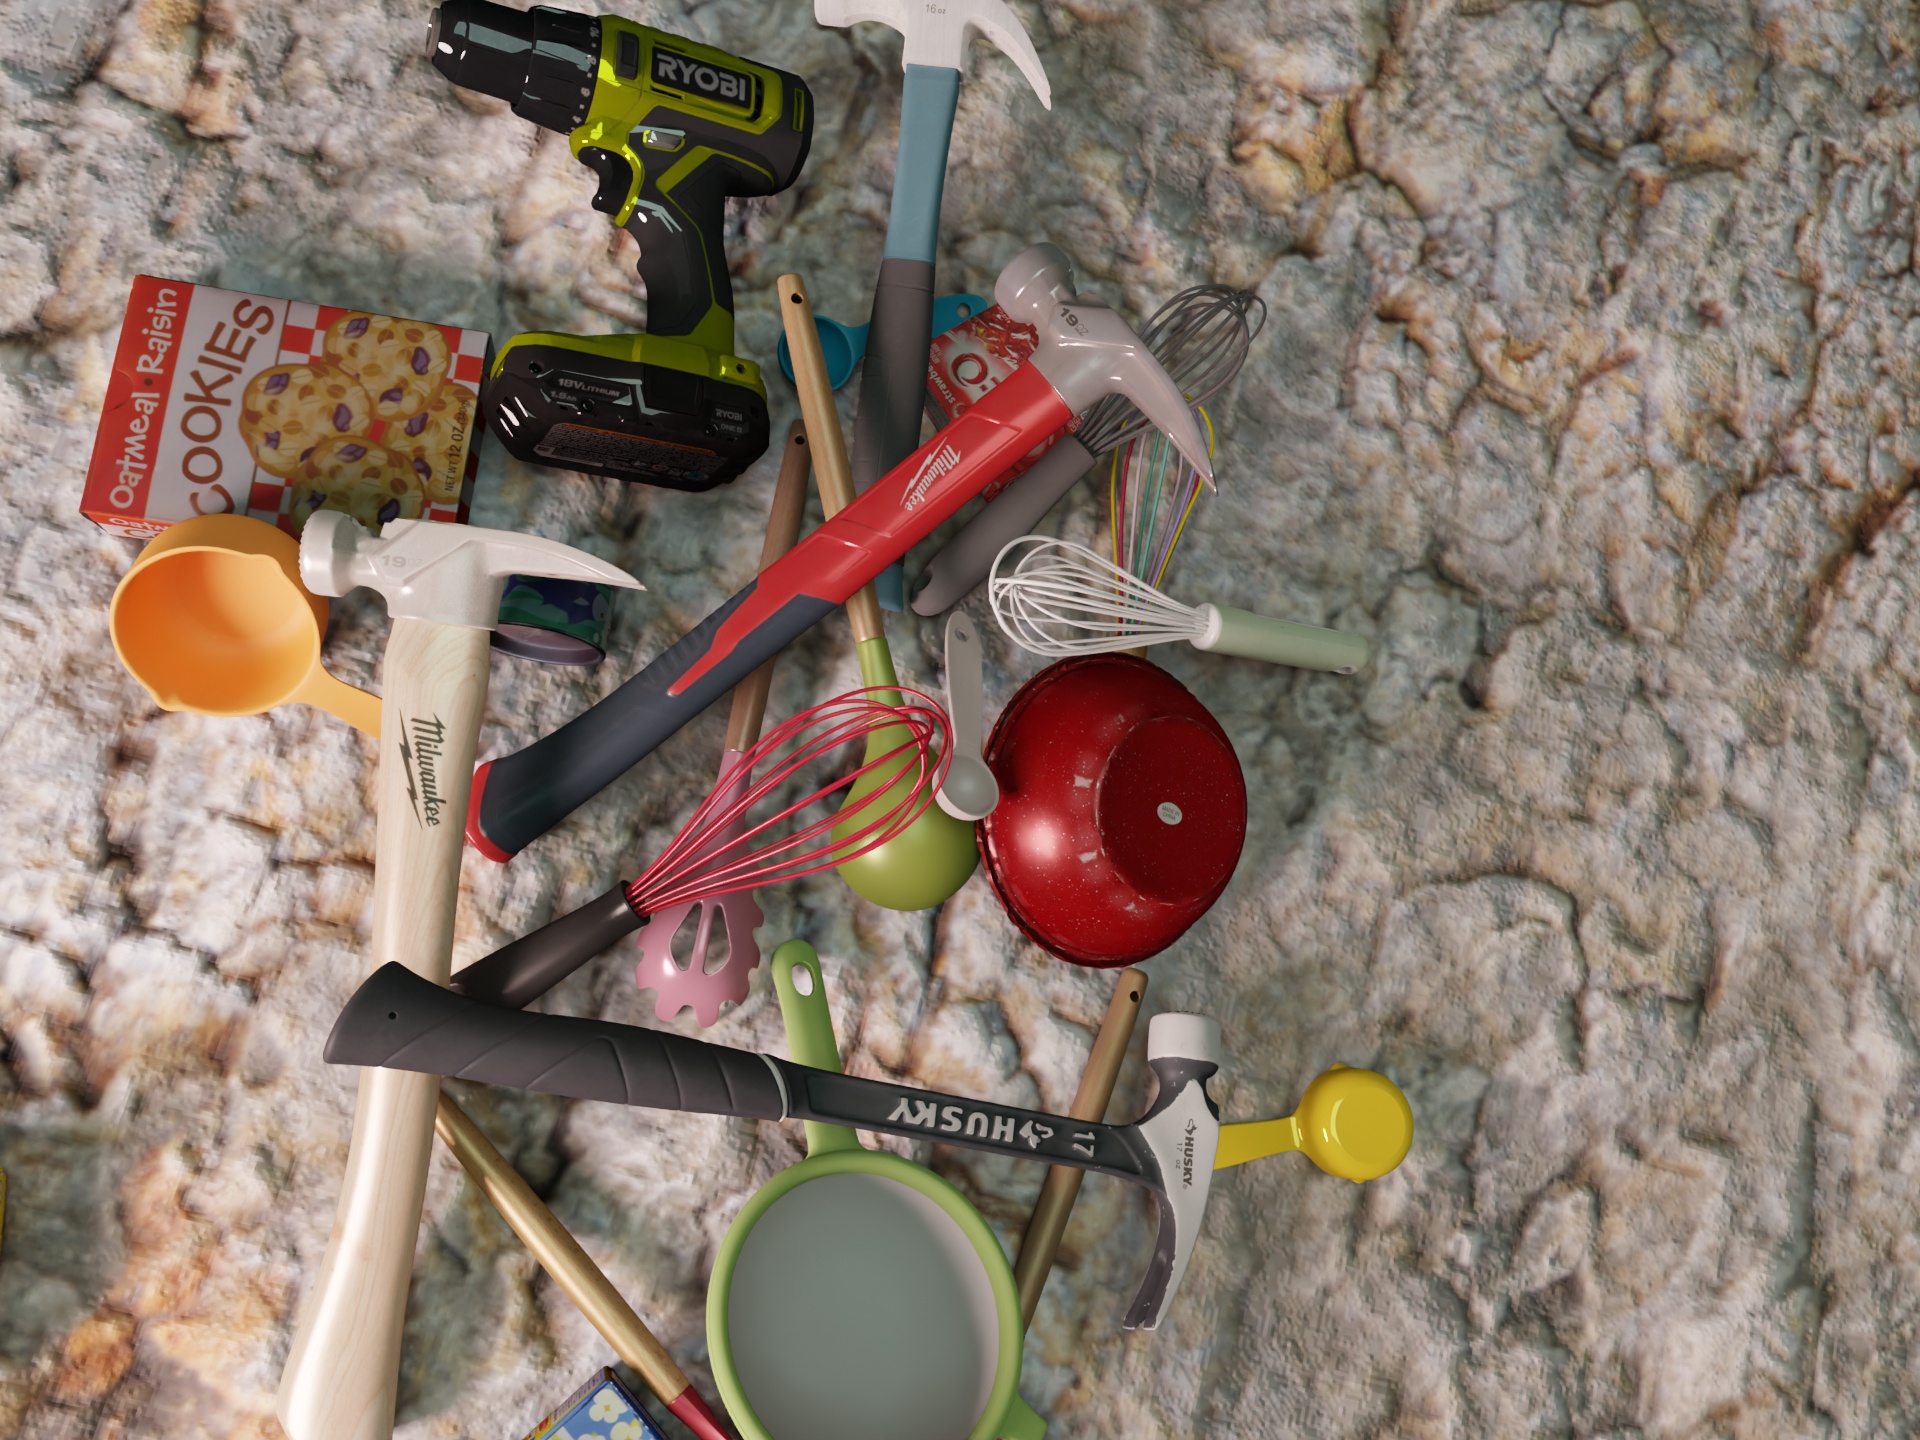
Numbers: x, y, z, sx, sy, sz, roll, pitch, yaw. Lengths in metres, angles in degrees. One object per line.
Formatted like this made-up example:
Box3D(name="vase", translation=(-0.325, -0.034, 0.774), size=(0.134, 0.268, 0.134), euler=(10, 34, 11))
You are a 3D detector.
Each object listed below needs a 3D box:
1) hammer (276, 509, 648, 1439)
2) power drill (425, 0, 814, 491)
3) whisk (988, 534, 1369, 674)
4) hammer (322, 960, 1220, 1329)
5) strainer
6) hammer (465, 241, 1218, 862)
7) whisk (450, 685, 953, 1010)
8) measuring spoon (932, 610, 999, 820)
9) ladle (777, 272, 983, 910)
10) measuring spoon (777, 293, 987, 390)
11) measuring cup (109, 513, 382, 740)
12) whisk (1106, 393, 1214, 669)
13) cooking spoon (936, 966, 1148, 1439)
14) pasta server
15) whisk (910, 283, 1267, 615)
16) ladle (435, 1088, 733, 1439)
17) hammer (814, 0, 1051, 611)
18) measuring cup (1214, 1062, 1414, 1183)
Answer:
Box3D(name="hammer", translation=(-0.233, 0.119, 0.698), size=(0.146, 0.038, 0.410), euler=(6, 89, -3))
Box3D(name="power drill", translation=(-0.173, -0.243, 0.792), size=(0.190, 0.080, 0.229), euler=(7, 76, -27))
Box3D(name="whisk", translation=(0.118, -0.050, 0.813), size=(0.246, 0.058, 0.059), euler=(8, 78, -32))
Box3D(name="hammer", translation=(-0.066, 0.171, 0.705), size=(0.408, 0.036, 0.149), euler=(14, 66, -18))
Box3D(name="strainer", translation=(-0.064, 0.232, 0.744), size=(0.151, 0.069, 0.257), euler=(1, 58, -30))
Box3D(name="hammer", translation=(-0.067, -0.049, 0.739), size=(0.386, 0.038, 0.143), euler=(-38, 75, 4))
Box3D(name="whisk", translation=(-0.132, 0.074, 0.727), size=(0.296, 0.073, 0.073), euler=(-31, 86, 5))
Box3D(name="measuring spoon", translation=(-0.001, -0.002, 0.773), size=(0.034, 0.018, 0.124), euler=(20, 48, -26))
Box3D(name="ladle", translation=(-0.052, -0.063, 0.789), size=(0.078, 0.062, 0.320), euler=(-12, 86, -14))
Box3D(name="measuring spoon", translation=(-0.043, -0.208, 0.863), size=(0.128, 0.021, 0.042), euler=(-23, 96, -24))
Box3D(name="measuring cup", translation=(-0.307, -0.032, 0.753), size=(0.173, 0.052, 0.095), euler=(33, 110, -29))
Box3D(name="whisk", translation=(0.096, -0.063, 0.845), size=(0.047, 0.051, 0.245), euler=(13, 79, -14))
Box3D(name="cooking spoon", translation=(0.034, 0.271, 0.774), size=(0.068, 0.017, 0.319), euler=(25, 75, -11))
Box3D(name="pasta server", translation=(-0.107, -0.006, 0.801), size=(0.060, 0.040, 0.316), euler=(12, 72, -9))
Box3D(name="whisk", translation=(0.064, -0.138, 0.822), size=(0.239, 0.055, 0.055), euler=(-43, 89, 5))
Box3D(name="ladle", translation=(-0.144, 0.285, 0.722), size=(0.315, 0.069, 0.031), euler=(47, 44, 7))
Box3D(name="hammer", translation=(-0.030, -0.223, 0.823), size=(0.128, 0.033, 0.331), euler=(7, 89, 5))
Box3D(name="measuring cup", translation=(0.157, 0.212, 0.805), size=(0.156, 0.029, 0.062), euler=(-6, 80, -14))
